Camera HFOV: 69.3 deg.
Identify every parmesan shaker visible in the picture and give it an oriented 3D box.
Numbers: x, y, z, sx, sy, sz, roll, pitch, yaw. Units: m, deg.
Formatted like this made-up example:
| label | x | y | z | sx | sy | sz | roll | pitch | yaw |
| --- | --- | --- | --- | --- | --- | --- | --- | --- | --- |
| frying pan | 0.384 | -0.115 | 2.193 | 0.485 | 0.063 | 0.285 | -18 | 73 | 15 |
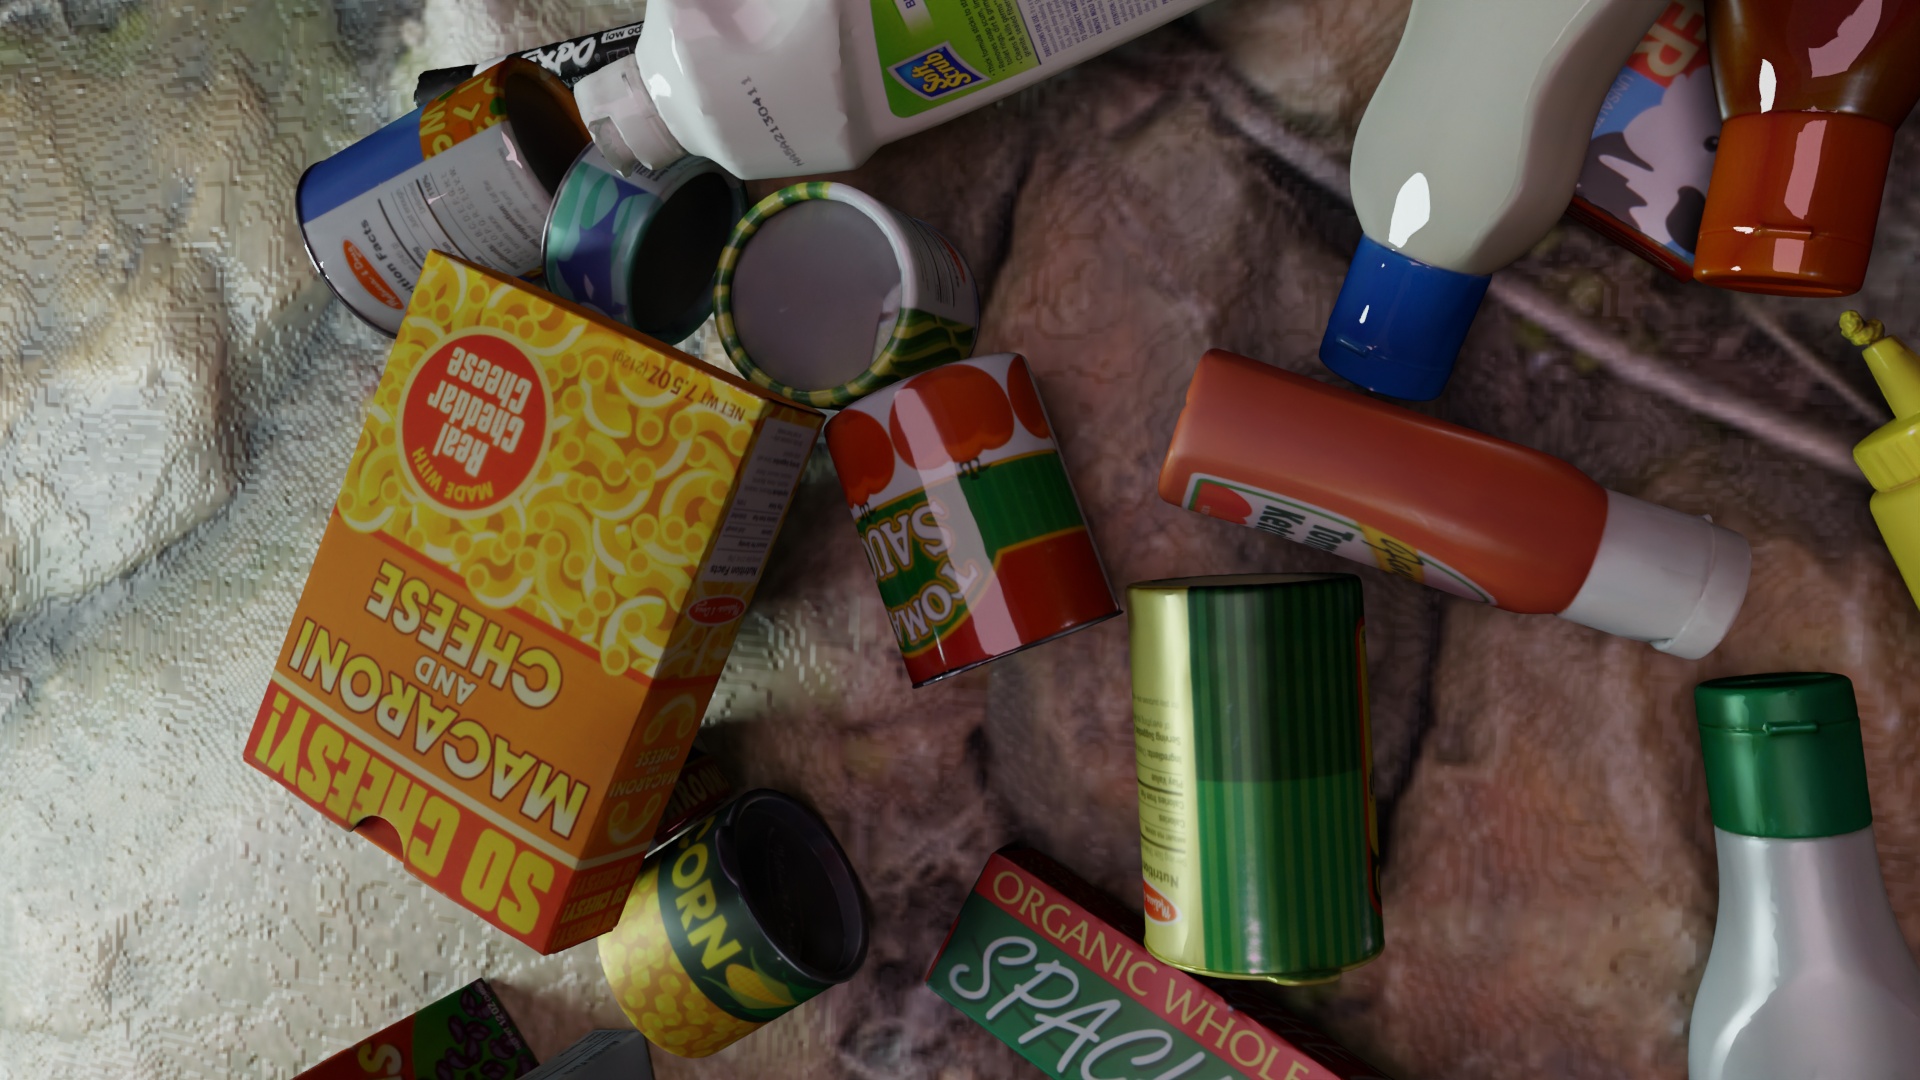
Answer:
| label | x | y | z | sx | sy | sz | roll | pitch | yaw |
| --- | --- | --- | --- | --- | --- | --- | --- | --- | --- |
| parmesan shaker | 0.083 | 0.062 | 0.387 | 0.071 | 0.071 | 0.103 | -3 | 91 | 18 |

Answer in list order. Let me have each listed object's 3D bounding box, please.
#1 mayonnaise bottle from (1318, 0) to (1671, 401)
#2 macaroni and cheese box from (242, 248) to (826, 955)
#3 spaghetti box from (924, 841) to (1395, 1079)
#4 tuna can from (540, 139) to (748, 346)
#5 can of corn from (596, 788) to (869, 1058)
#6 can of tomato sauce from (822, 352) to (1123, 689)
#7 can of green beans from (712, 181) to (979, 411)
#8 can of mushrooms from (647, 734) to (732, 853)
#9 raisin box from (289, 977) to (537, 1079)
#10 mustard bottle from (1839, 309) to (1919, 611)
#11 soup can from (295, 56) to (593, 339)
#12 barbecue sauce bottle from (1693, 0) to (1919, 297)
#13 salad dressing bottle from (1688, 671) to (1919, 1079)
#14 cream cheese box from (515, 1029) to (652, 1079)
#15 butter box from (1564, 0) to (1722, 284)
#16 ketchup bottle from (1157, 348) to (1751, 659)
| label | x | y | z | sx | sy | sz | roll | pitch | yaw |
| --- | --- | --- | --- | --- | --- | --- | --- | --- | --- |
| mayonnaise bottle | 0.135 | -0.110 | 0.359 | 0.065 | 0.041 | 0.147 | 40 | 125 | 40 |
| macaroni and cheese box | -0.128 | 0.015 | 0.406 | 0.124 | 0.040 | 0.166 | 25 | 95 | 20 |
| spaghetti box | 0.100 | 0.168 | 0.381 | 0.250 | 0.028 | 0.050 | 28 | 92 | 26 |
| tuna can | -0.100 | -0.094 | 0.445 | 0.033 | 0.071 | 0.071 | 27 | 100 | 15 |
| can of corn | -0.074 | 0.121 | 0.441 | 0.058 | 0.071 | 0.071 | -34 | 82 | 17 |
| can of tomato sauce | 0.001 | -0.005 | 0.412 | 0.071 | 0.071 | 0.083 | -22 | 85 | 18 |
| can of green beans | -0.034 | -0.072 | 0.428 | 0.071 | 0.058 | 0.071 | 1 | 92 | 19 |
| can of mushrooms | -0.109 | 0.085 | 0.453 | 0.071 | 0.071 | 0.033 | -36 | 82 | 16 |
| raisin box | -0.187 | 0.207 | 0.453 | 0.040 | 0.123 | 0.086 | -38 | 81 | 16 |
| mustard bottle | 0.267 | 0.008 | 0.336 | 0.065 | 0.049 | 0.160 | -35 | 81 | 17 |
| soup can | -0.165 | -0.115 | 0.467 | 0.083 | 0.071 | 0.071 | -21 | 86 | 17 |
| barbecue sauce bottle | 0.207 | -0.134 | 0.326 | 0.065 | 0.044 | 0.148 | 12 | 96 | 28 |
| salad dressing bottle | 0.220 | 0.109 | 0.359 | 0.064 | 0.044 | 0.147 | -7 | 89 | 19 |
| cream cheese box | -0.136 | 0.202 | 0.447 | 0.024 | 0.104 | 0.053 | -14 | 87 | 22 |
| butter box | 0.203 | -0.125 | 0.365 | 0.053 | 0.024 | 0.103 | 37 | 102 | 14 |
| ketchup bottle | 0.130 | -0.009 | 0.376 | 0.149 | 0.064 | 0.043 | 19 | 85 | 8 |
